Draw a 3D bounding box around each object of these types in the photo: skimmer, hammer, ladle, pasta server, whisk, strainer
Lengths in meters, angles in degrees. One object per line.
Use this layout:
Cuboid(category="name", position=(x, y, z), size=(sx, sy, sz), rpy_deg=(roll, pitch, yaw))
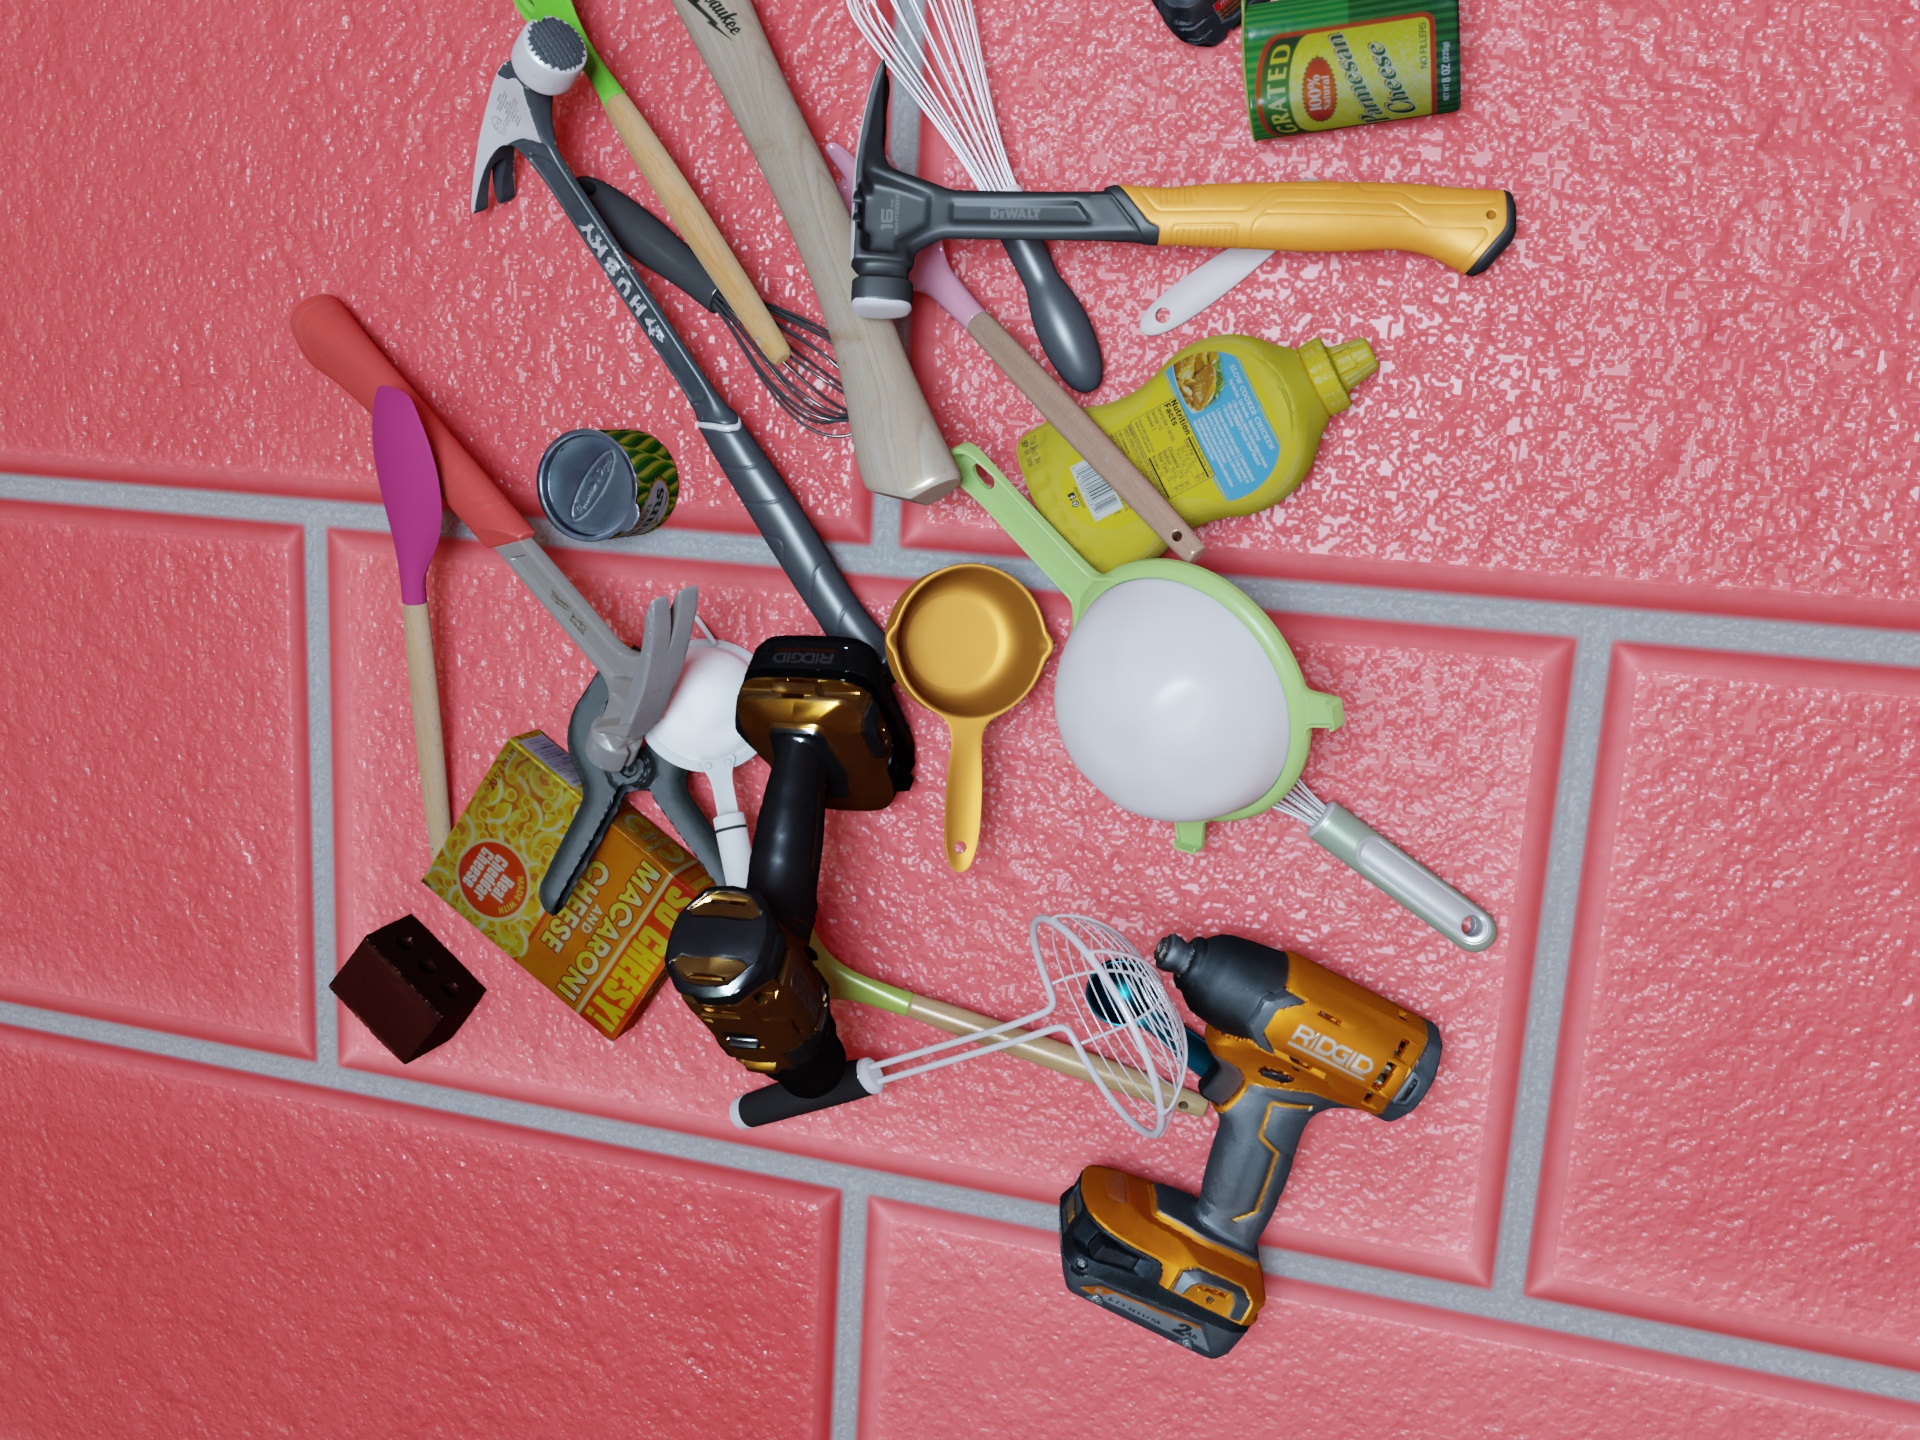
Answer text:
Cuboid(category="skimmer", position=(-0.024, 0.200, 0.900), size=(0.363, 0.090, 0.127), rpy_deg=(-24, 92, 36))
Cuboid(category="hammer", position=(-0.154, -0.188, 0.926), size=(0.409, 0.036, 0.149), rpy_deg=(58, 145, -6))
Cuboid(category="ladle", position=(-0.003, 0.177, 0.971), size=(0.320, 0.062, 0.078), rpy_deg=(18, 107, 6))
Cuboid(category="hammer", position=(-0.086, -0.311, 0.868), size=(0.146, 0.038, 0.411), rpy_deg=(-26, 82, 18))
Cuboid(category="pasta server", position=(0.022, -0.198, 0.855), size=(0.060, 0.040, 0.316), rpy_deg=(-46, 70, 18))
Cuboid(category="hammer", position=(0.113, -0.266, 0.815), size=(0.337, 0.034, 0.127), rpy_deg=(2, 88, 2))
Cuboid(category="whisk", position=(-0.142, -0.246, 0.929), size=(0.239, 0.055, 0.055), rpy_deg=(39, 108, 11))
Cuboid(category="strainer", position=(-0.137, 0.053, 0.949), size=(0.087, 0.050, 0.258), rpy_deg=(-11, 82, -15))
Cuboid(category="strainer", position=(0.065, -0.042, 0.828), size=(0.256, 0.069, 0.151), rpy_deg=(48, 140, 9))
Cuboid(category="hammer", position=(-0.288, -0.139, 0.948), size=(0.359, 0.036, 0.149), rpy_deg=(47, 136, 17))
Cuboid(category="whisk", position=(0.194, 0.049, 0.881), size=(0.246, 0.059, 0.058), rpy_deg=(36, 87, 3))
Cuboid(category="whisk", position=(0.013, -0.311, 0.869), size=(0.070, 0.070, 0.284), rpy_deg=(-24, 98, 19))

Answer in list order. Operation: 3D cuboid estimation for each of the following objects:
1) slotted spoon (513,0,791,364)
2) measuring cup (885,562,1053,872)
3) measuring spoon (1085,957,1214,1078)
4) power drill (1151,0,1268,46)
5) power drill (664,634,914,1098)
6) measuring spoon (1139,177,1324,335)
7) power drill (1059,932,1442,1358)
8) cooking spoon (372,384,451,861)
Cuboid(category="slotted spoon", position=(-0.182, -0.331, 0.901), size=(0.314, 0.031, 0.070), rpy_deg=(57, 152, 8))
Cuboid(category="measuring cup", position=(-0.001, -0.003, 0.908), size=(0.095, 0.052, 0.173), rpy_deg=(2, 95, -13))
Cuboid(category="measuring spoon", position=(0.130, 0.185, 0.943), size=(0.128, 0.021, 0.042), rpy_deg=(39, 108, -3))
Cuboid(category="power drill", position=(0.077, -0.457, 0.810), size=(0.188, 0.080, 0.227), rpy_deg=(-36, 86, 19))
Cuboid(category="power drill", position=(-0.086, 0.089, 0.893), size=(0.084, 0.185, 0.226), rpy_deg=(2, 57, 16))
Cuboid(category="measuring spoon", position=(0.148, -0.246, 0.855), size=(0.124, 0.018, 0.034), rpy_deg=(-33, 90, 20))
Cuboid(category="power drill", position=(0.142, 0.229, 0.896), size=(0.164, 0.084, 0.226), rpy_deg=(28, 105, -6))
Cuboid(category="cooking spoon", position=(-0.340, -0.050, 1.000), size=(0.069, 0.017, 0.318), rpy_deg=(22, 121, 36))
